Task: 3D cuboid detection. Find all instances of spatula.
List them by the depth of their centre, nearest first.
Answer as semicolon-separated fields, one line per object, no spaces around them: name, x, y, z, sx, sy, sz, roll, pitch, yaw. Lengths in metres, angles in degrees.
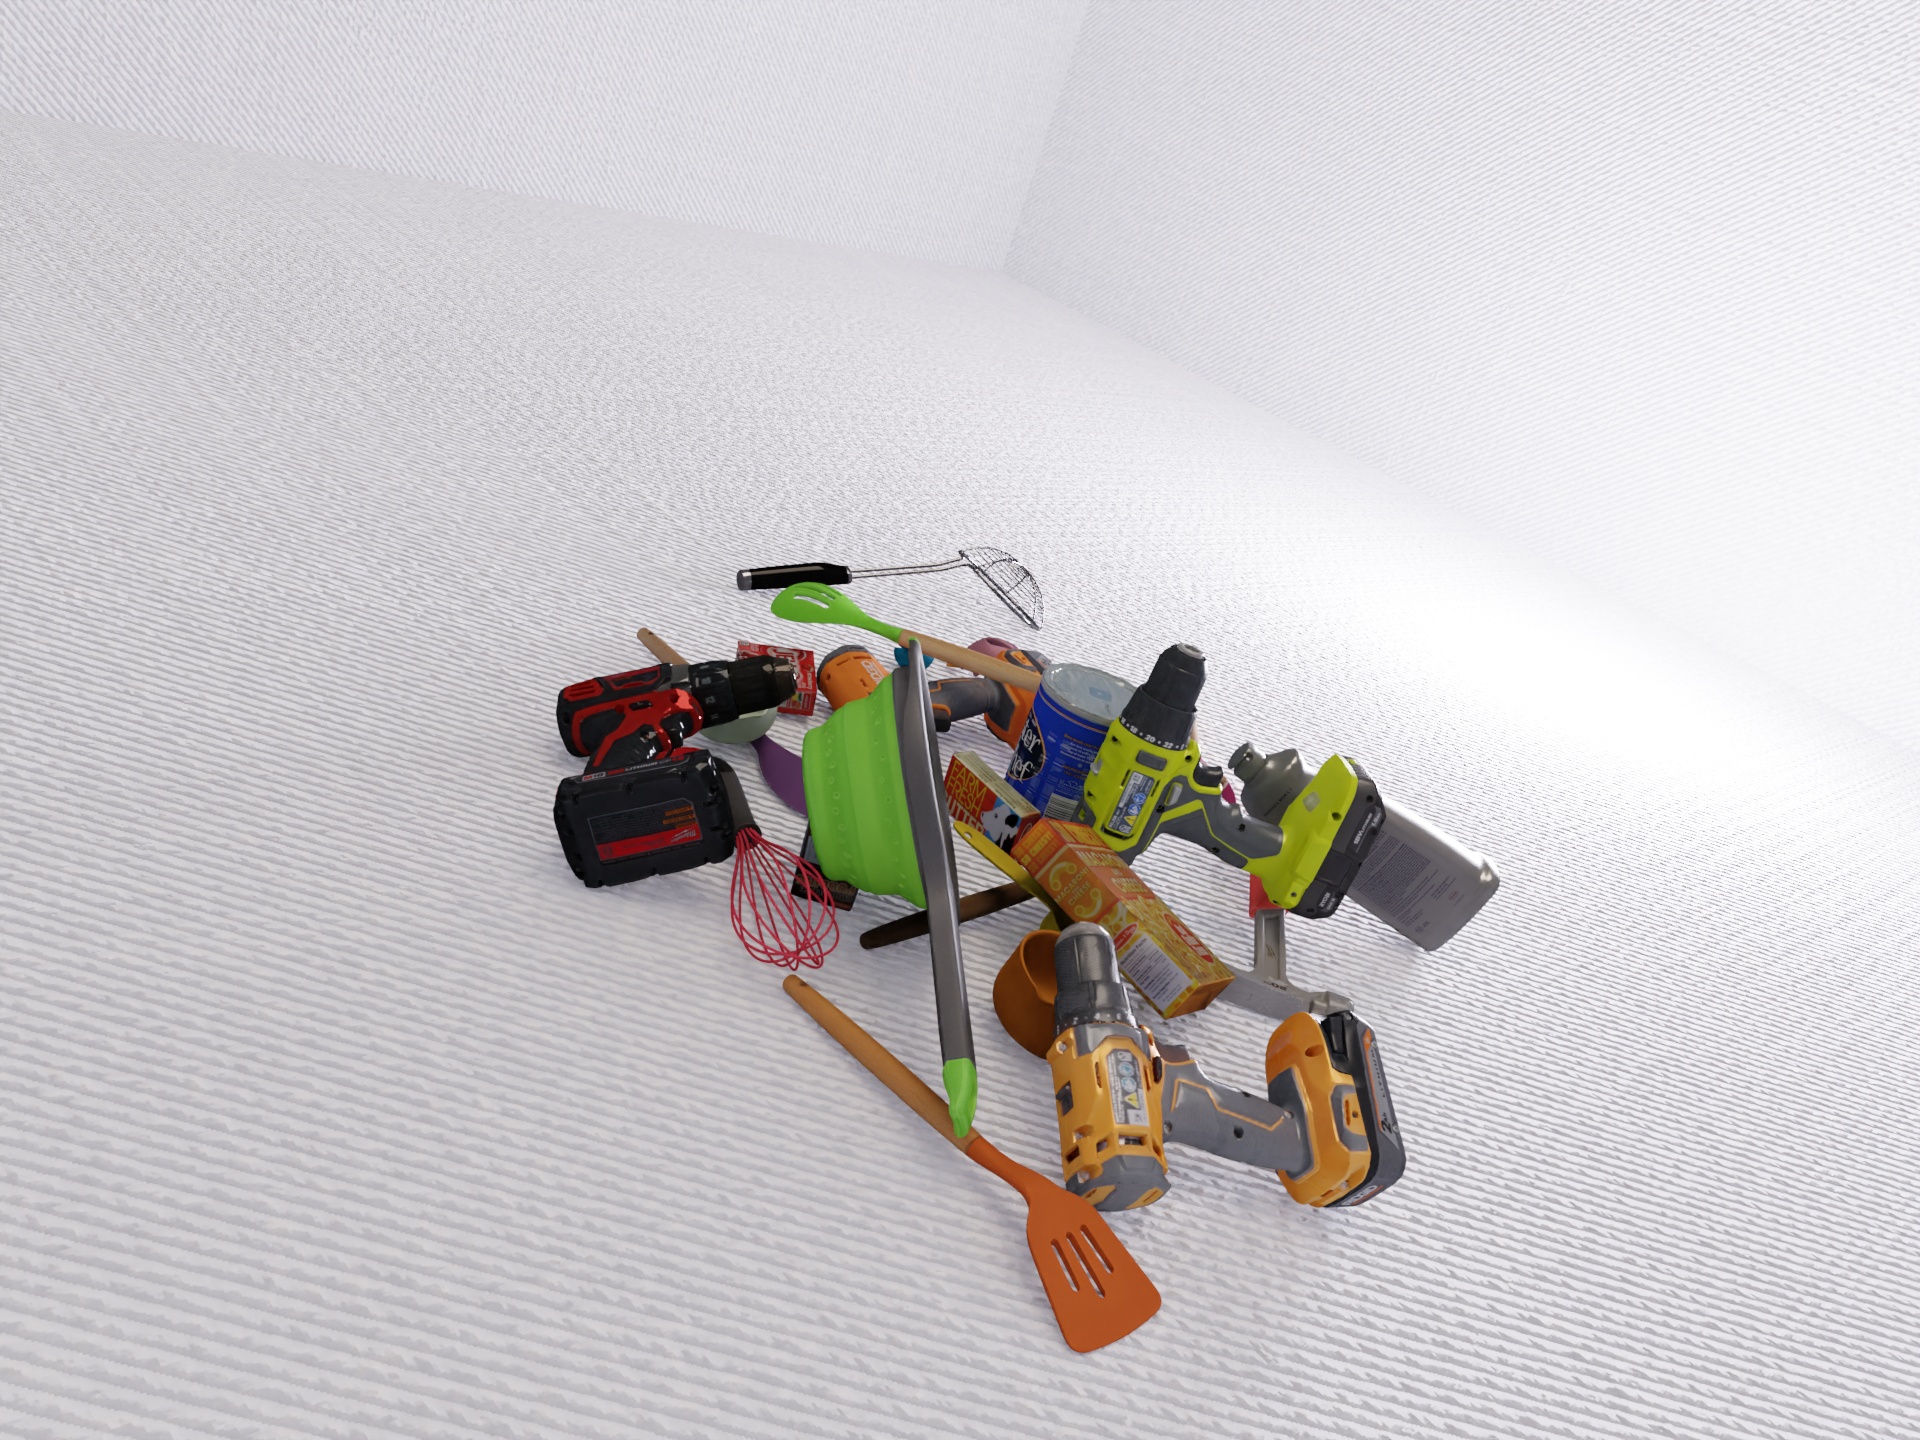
spatula;-0.010;0.255;0.980;0.081;0.041;0.323;-8;32;-45
spatula;0.045;0.144;1.251;0.317;0.044;0.082;-11;39;-41
spatula;-0.194;0.001;1.373;0.059;0.018;0.316;-12;40;-41

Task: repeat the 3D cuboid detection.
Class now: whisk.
whisk;-0.153;0.094;1.169;0.073;0.073;0.296;7;21;-25

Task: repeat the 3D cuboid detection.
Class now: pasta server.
pasta server;0.132;-0.008;1.610;0.316;0.040;0.060;32;27;23

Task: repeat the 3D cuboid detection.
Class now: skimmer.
skimmer;-0.072;-0.137;1.740;0.363;0.090;0.127;-6;36;-26

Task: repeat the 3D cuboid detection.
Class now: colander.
colander;-0.052;0.110;1.081;0.094;0.204;0.398;-9;43;1

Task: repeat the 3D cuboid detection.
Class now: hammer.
hammer;0.261;0.146;1.392;0.149;0.036;0.359;21;25;2

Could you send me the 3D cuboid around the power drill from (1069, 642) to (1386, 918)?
power drill;0.220;0.054;1.290;0.228;0.190;0.080;20;19;-10

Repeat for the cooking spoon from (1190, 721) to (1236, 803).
cooking spoon;0.240;0.026;1.645;0.068;0.017;0.319;12;25;-2

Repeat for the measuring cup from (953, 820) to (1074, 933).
measuring cup;0.049;0.136;1.215;0.156;0.029;0.062;40;28;6

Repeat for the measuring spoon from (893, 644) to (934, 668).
measuring spoon;-0.050;-0.061;1.556;0.042;0.021;0.128;12;-2;3

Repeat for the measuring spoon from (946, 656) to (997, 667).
measuring spoon;0.021;-0.062;1.599;0.021;0.011;0.117;6;-5;-32

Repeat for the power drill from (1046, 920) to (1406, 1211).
power drill;0.162;0.226;1.038;0.226;0.084;0.186;9;52;-20

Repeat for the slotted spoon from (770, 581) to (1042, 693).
slotted spoon;-0.029;-0.070;1.459;0.314;0.031;0.070;20;33;12

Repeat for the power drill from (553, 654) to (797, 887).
power drill;-0.210;0.020;1.184;0.188;0.080;0.227;-12;28;-4

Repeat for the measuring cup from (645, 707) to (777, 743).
measuring cup;-0.225;0.007;1.319;0.167;0.038;0.083;-30;51;-34

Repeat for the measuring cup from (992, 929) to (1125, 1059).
measuring cup;0.093;0.224;1.096;0.174;0.052;0.095;46;29;15

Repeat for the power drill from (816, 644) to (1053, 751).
power drill;-0.002;-0.005;1.459;0.226;0.084;0.164;0;31;-28
